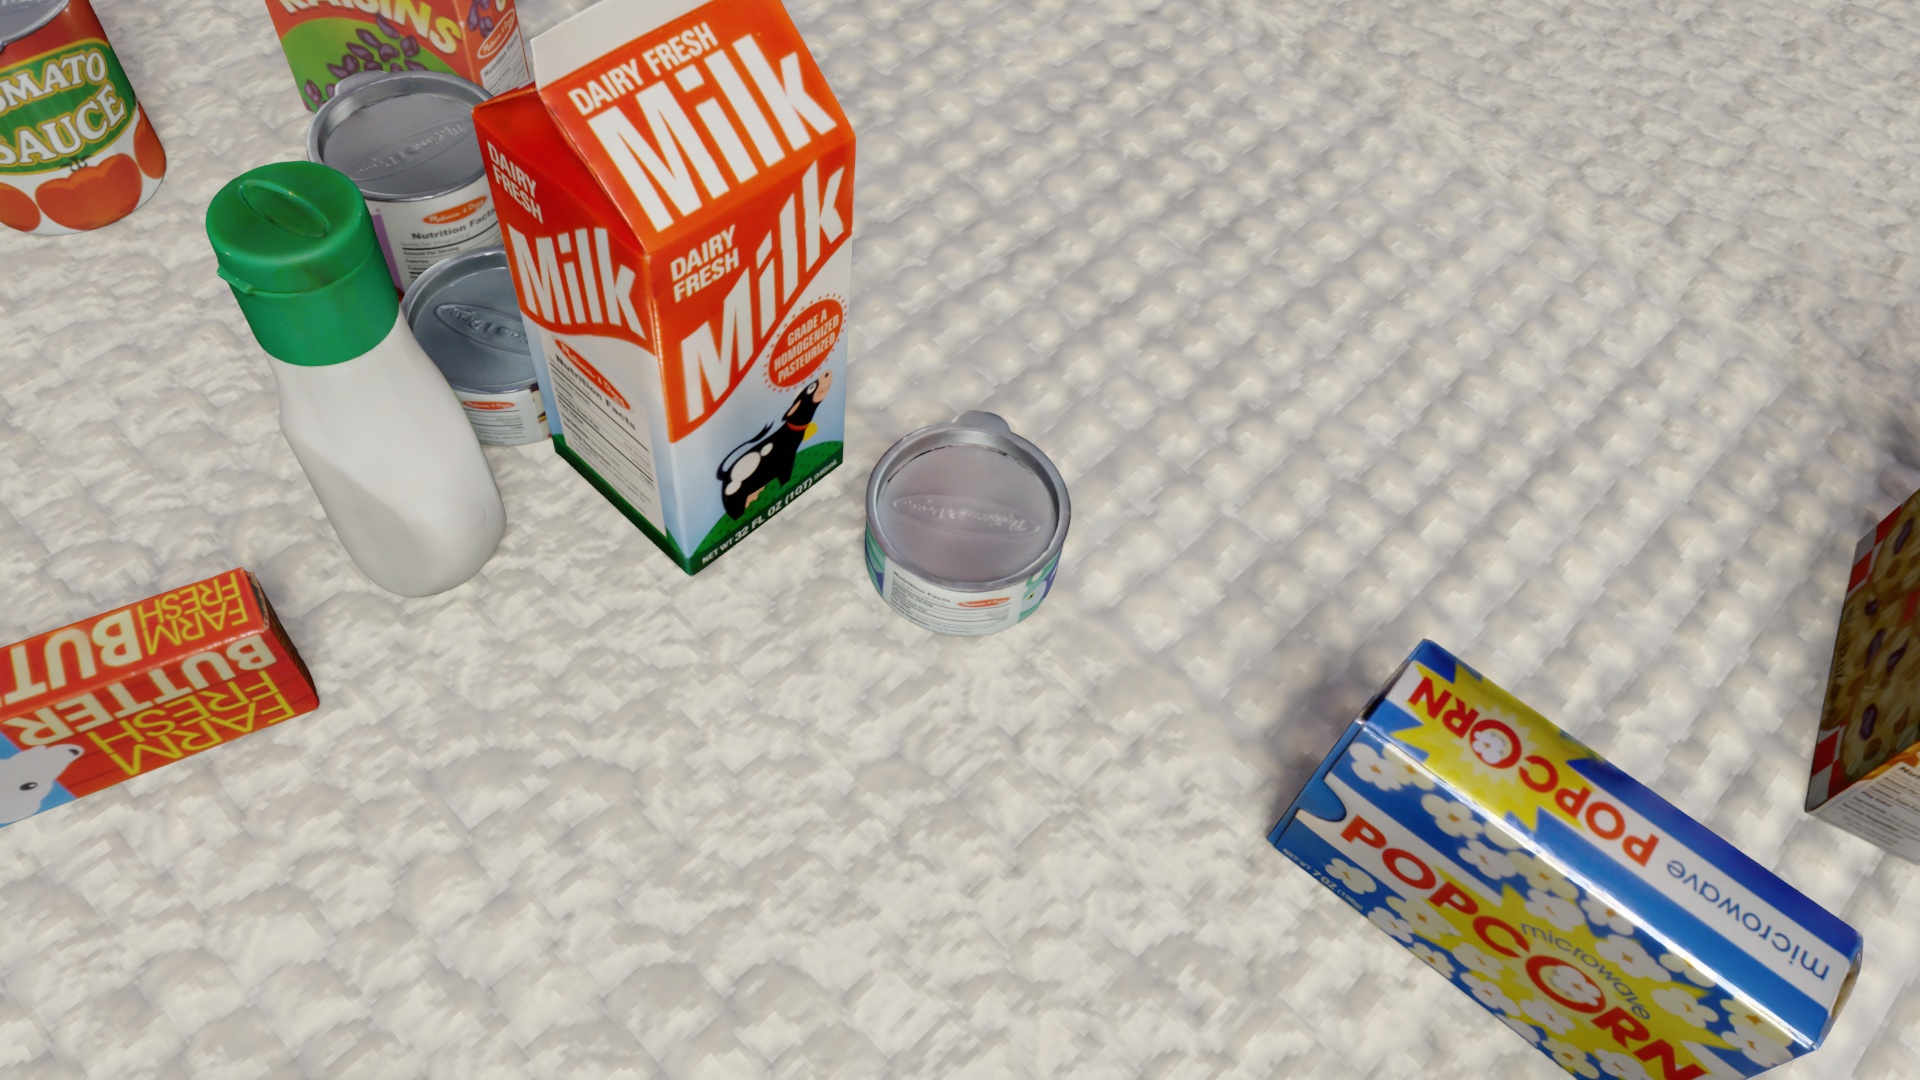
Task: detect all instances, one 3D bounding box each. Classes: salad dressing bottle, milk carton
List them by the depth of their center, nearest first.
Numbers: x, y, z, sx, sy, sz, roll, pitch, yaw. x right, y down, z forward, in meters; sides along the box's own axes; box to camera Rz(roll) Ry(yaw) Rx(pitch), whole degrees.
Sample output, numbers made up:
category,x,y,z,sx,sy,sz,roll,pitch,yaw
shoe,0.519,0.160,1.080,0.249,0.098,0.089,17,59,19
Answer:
category,x,y,z,sx,sy,sz,roll,pitch,yaw
salad dressing bottle,-0.168,-0.039,0.393,0.064,0.147,0.044,32,60,15
milk carton,-0.081,-0.080,0.403,0.073,0.189,0.072,40,62,19

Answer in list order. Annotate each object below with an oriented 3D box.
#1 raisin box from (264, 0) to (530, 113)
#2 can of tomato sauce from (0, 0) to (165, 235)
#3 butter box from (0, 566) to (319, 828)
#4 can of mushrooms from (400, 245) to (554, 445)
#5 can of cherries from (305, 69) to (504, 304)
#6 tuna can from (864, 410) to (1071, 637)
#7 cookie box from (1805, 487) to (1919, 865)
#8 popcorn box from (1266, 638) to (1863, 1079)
category,x,y,z,sx,sy,sz,roll,pitch,yaw
raisin box,-0.212,-0.208,0.514,0.086,0.122,0.040,17,57,5
can of tomato sauce,-0.332,-0.159,0.493,0.071,0.082,0.071,3,57,-4
butter box,-0.240,0.046,0.386,0.104,0.052,0.024,-22,62,-19
can of mushrooms,-0.156,-0.069,0.482,0.071,0.033,0.071,3,57,-4
can of cherries,-0.193,-0.126,0.501,0.071,0.058,0.072,3,57,-4
tuna can,0.002,-0.006,0.457,0.071,0.032,0.071,3,57,-4
cookie box,0.321,0.007,0.402,0.040,0.166,0.123,27,58,11
popcorn box,0.156,0.094,0.377,0.127,0.084,0.038,37,61,17
